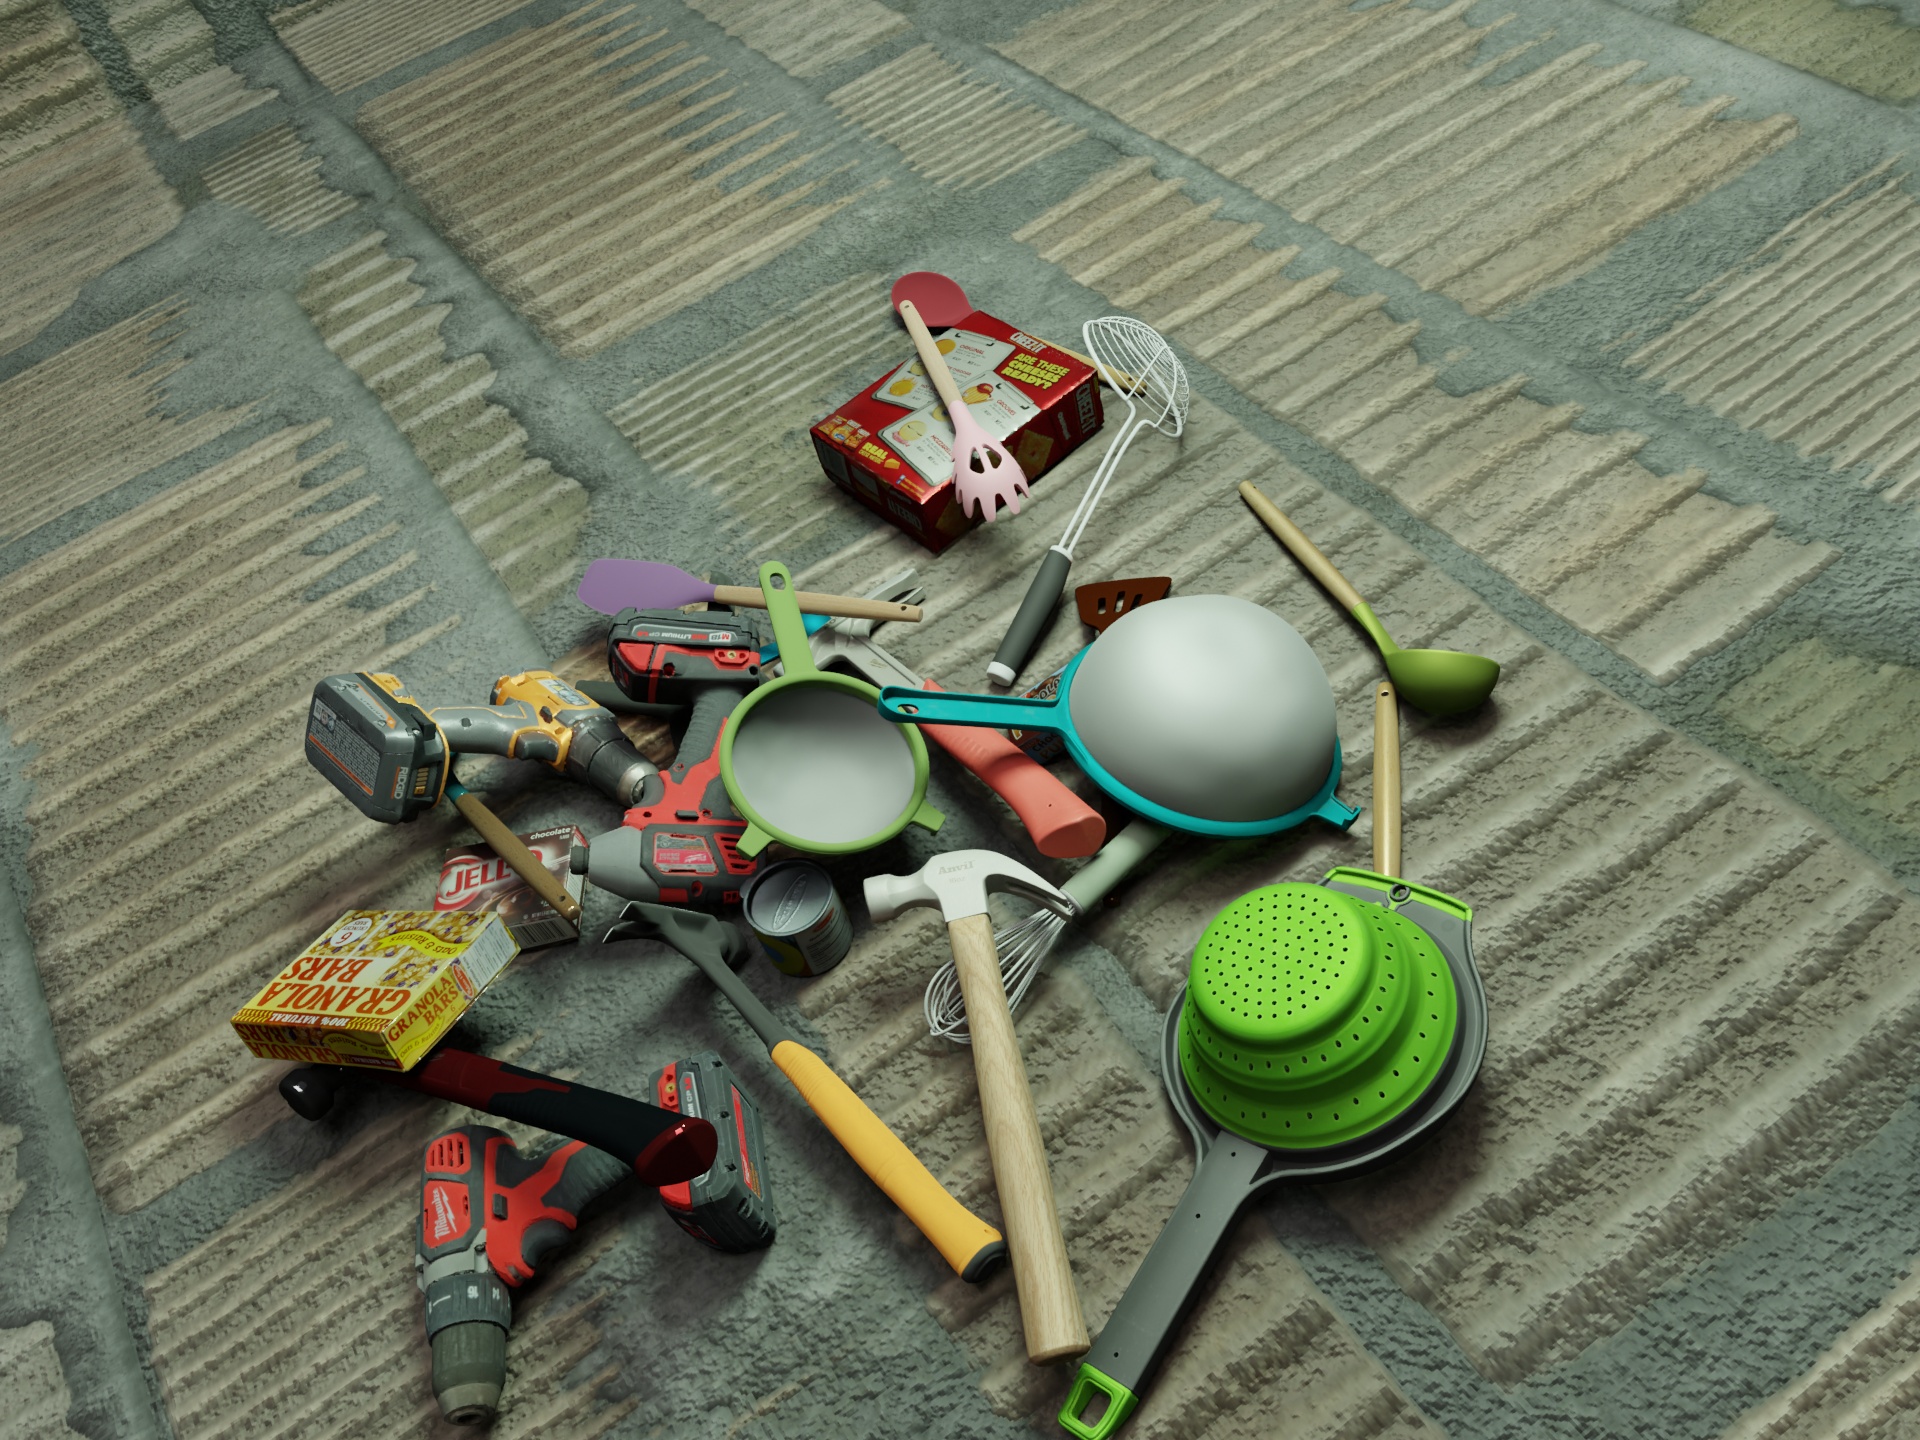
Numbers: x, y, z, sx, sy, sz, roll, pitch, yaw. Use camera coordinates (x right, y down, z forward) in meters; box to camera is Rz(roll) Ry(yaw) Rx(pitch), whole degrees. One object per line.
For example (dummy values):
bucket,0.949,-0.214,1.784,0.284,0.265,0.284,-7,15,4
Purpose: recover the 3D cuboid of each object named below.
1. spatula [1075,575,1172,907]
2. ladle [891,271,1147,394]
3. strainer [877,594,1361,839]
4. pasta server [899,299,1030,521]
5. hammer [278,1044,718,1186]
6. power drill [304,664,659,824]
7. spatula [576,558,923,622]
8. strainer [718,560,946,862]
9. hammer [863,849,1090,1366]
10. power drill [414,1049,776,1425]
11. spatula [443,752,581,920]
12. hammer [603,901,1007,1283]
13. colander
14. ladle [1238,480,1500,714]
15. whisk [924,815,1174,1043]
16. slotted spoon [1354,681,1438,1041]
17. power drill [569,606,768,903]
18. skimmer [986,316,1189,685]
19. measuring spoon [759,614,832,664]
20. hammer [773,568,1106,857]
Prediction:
spatula,0.119,0.002,1.209,0.081,0.041,0.323,-5,53,14
ladle,0.055,-0.372,1.546,0.316,0.031,0.069,31,67,32
strainer,0.116,-0.027,1.104,0.340,0.095,0.211,3,45,-12
pasta server,-0.009,-0.281,1.391,0.060,0.040,0.317,-19,45,-3
hammer,-0.289,0.229,1.037,0.386,0.038,0.143,2,37,39
power drill,-0.358,0.022,1.228,0.185,0.084,0.226,32,24,33
spatula,-0.180,-0.101,1.323,0.316,0.018,0.060,7,59,19
strainer,-0.117,0.000,1.181,0.151,0.069,0.257,-7,59,-19
hammer,0.029,0.224,0.980,0.130,0.031,0.332,-15,54,2
power drill,-0.237,0.322,1.003,0.226,0.080,0.188,-20,47,3
spatula,-0.369,0.081,1.237,0.082,0.044,0.318,-34,43,-23
hammer,-0.096,0.232,1.024,0.337,0.127,0.034,39,97,32
colander,0.160,0.227,0.933,0.205,0.094,0.397,15,60,44
ladle,0.302,-0.110,1.231,0.062,0.078,0.321,-58,38,25
whisk,0.070,0.130,1.086,0.246,0.059,0.058,-41,96,-14
slotted spoon,0.291,0.092,1.078,0.070,0.031,0.314,-6,47,20
power drill,-0.216,0.031,1.193,0.143,0.078,0.220,2,67,-11
skimmer,0.095,-0.186,1.341,0.090,0.127,0.363,1,59,57
measuring spoon,-0.167,-0.062,1.345,0.128,0.021,0.042,-23,48,-3
hammer,-0.002,-0.004,1.206,0.149,0.036,0.359,-36,41,-14
